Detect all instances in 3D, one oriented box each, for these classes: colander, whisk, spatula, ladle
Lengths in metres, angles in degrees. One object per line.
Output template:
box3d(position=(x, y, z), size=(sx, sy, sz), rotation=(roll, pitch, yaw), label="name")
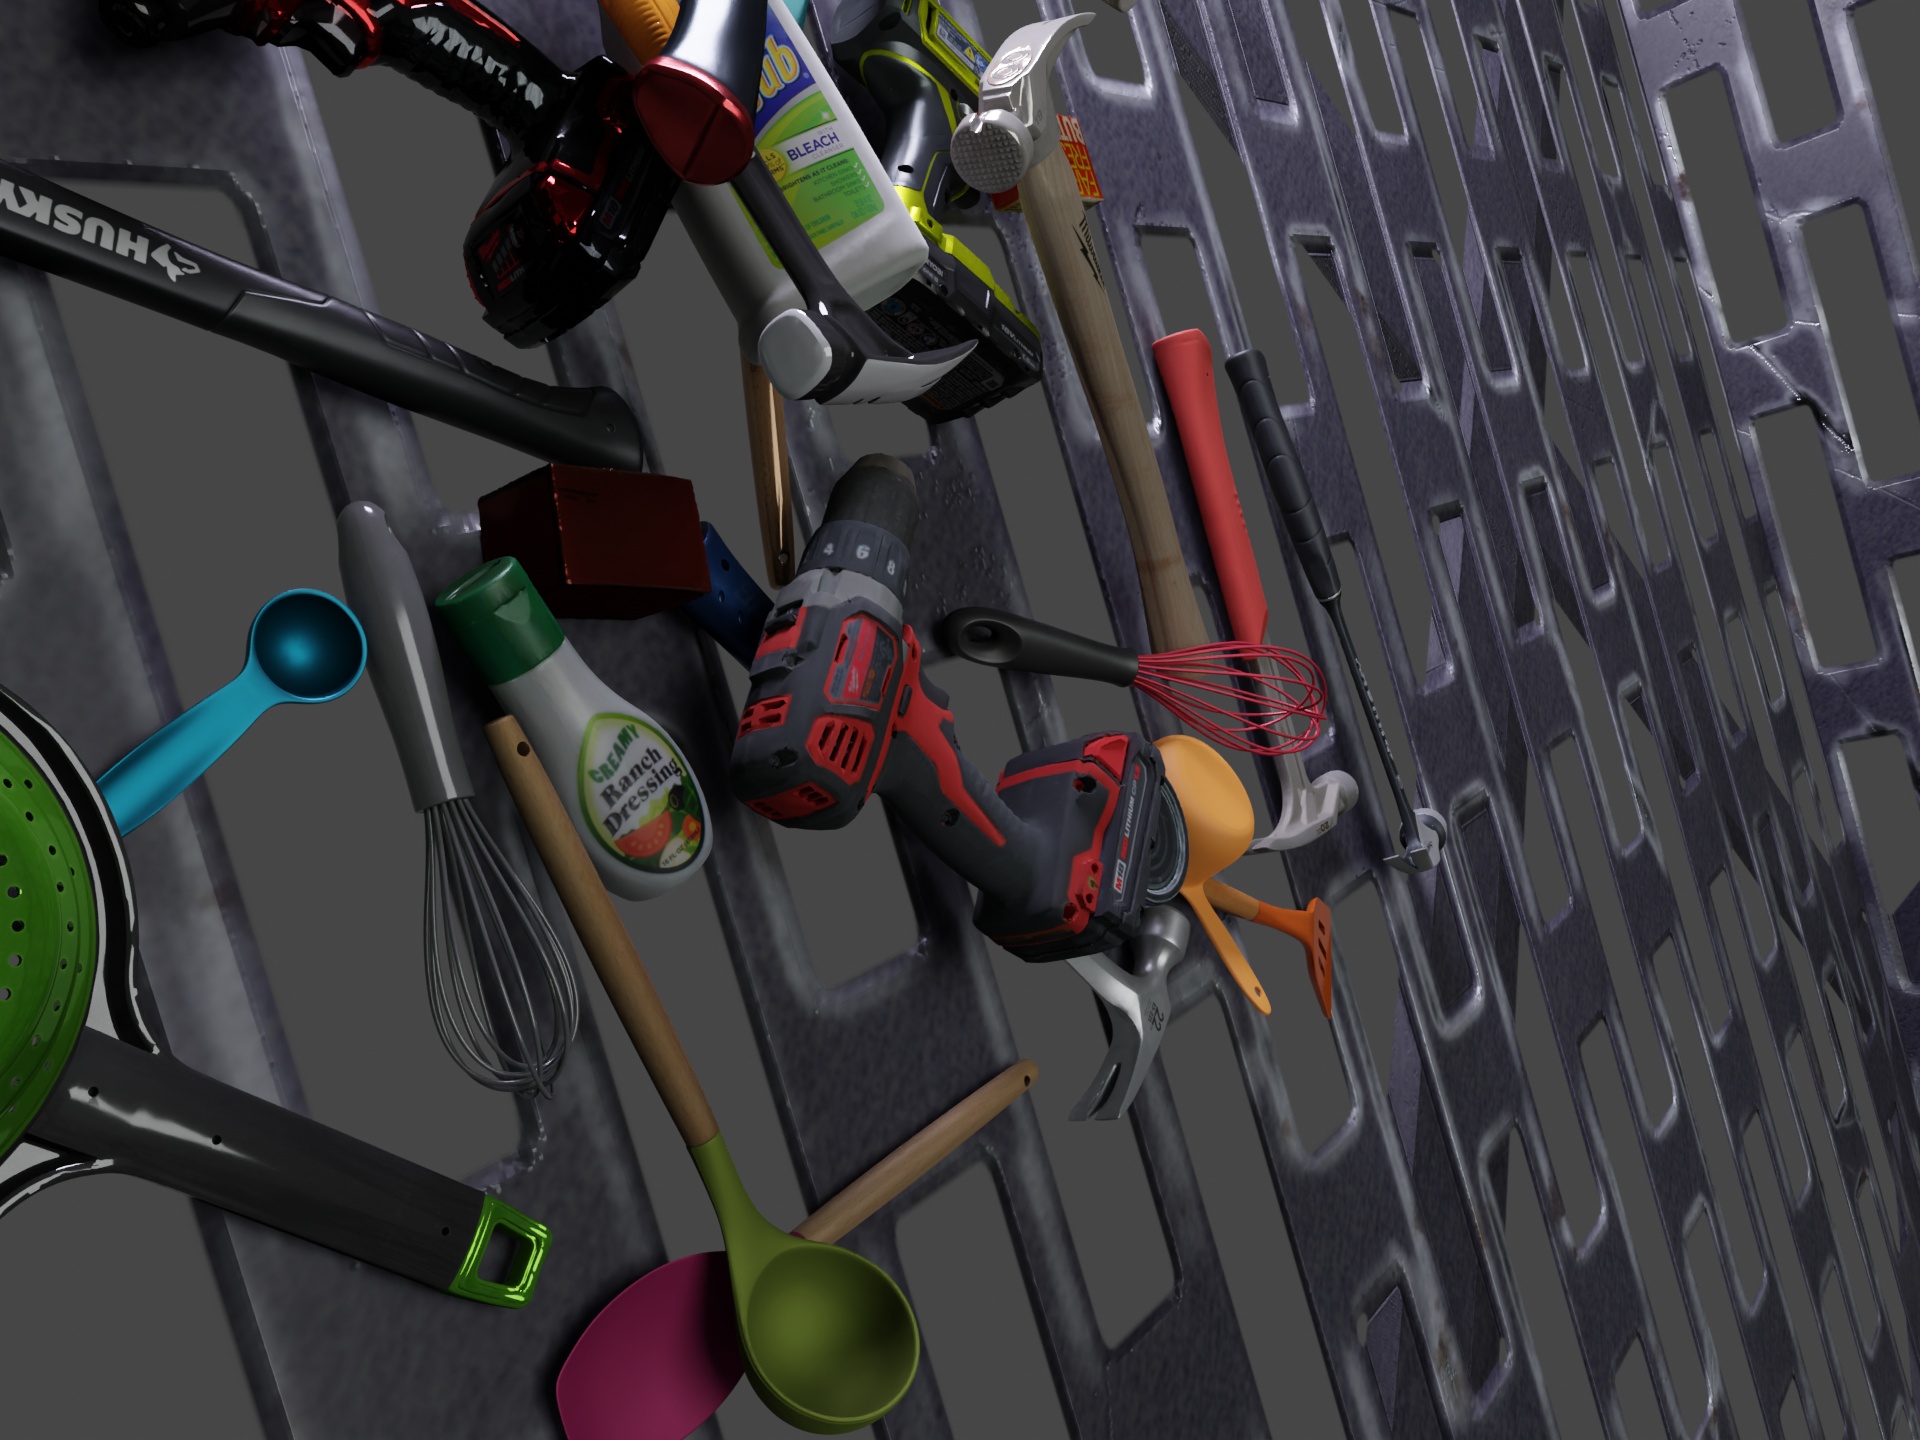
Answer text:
box3d(position=(-0.256, 0.101, 0.460), size=(0.396, 0.094, 0.205), rotation=(40, 54, -37), label="colander")
box3d(position=(0.113, -0.027, 0.941), size=(0.295, 0.073, 0.073), rotation=(11, 70, -33), label="whisk")
box3d(position=(0.163, 0.116, 1.013), size=(0.322, 0.041, 0.081), rotation=(25, 60, -38), label="spatula")
box3d(position=(-0.194, 0.030, 0.602), size=(0.055, 0.055, 0.239), rotation=(-14, 85, -51), label="whisk")
box3d(position=(-0.102, -0.222, 0.787), size=(0.082, 0.044, 0.317), rotation=(-4, 83, -26), label="spatula")
box3d(position=(-0.104, 0.141, 0.629), size=(0.078, 0.062, 0.320), rotation=(-39, 109, -54), label="ladle")

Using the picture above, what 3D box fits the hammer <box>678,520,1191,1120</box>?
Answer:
box3d(position=(-0.009, 0.056, 0.817), size=(0.405, 0.035, 0.144), rotation=(46, 47, -31), label="hammer")

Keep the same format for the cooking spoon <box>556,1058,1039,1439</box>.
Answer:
box3d(position=(-0.056, 0.226, 0.722), size=(0.319, 0.017, 0.068), rotation=(-24, 100, -50), label="cooking spoon")

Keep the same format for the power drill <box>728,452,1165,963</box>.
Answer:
box3d(position=(-0.001, -0.002, 0.760), size=(0.226, 0.080, 0.188), rotation=(36, 52, -34), label="power drill")

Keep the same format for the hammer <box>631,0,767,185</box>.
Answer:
box3d(position=(-0.084, -0.344, 0.691), size=(0.143, 0.038, 0.387), rotation=(20, 45, -26), label="hammer")

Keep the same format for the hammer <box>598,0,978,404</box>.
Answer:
box3d(position=(-0.115, -0.277, 0.672), size=(0.337, 0.034, 0.127), rotation=(58, 30, 6), label="hammer")

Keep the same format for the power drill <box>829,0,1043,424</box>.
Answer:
box3d(position=(-0.006, -0.289, 0.897), size=(0.171, 0.080, 0.223), rotation=(31, 54, -41), label="power drill")

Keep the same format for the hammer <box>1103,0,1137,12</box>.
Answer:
box3d(position=(-0.018, -0.446, 0.898), size=(0.130, 0.031, 0.331), rotation=(38, 36, 15), label="hammer")

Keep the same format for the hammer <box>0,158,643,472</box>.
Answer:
box3d(position=(-0.257, -0.146, 0.587), size=(0.334, 0.035, 0.146), rotation=(17, 65, -46), label="hammer")

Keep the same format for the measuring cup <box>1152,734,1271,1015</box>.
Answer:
box3d(position=(0.154, 0.087, 0.940), size=(0.095, 0.052, 0.174), rotation=(-1, 57, -52), label="measuring cup")

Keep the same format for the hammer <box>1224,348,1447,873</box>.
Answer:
box3d(position=(0.276, -0.078, 1.175), size=(0.409, 0.036, 0.149), rotation=(70, 21, -2), label="hammer")

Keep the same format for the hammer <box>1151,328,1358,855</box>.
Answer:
box3d(position=(0.189, -0.090, 1.095), size=(0.149, 0.037, 0.359), rotation=(-18, 93, -51), label="hammer")

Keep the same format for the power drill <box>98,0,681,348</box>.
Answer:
box3d(position=(-0.223, -0.259, 0.633), size=(0.219, 0.078, 0.143), rotation=(38, 51, -33), label="power drill")

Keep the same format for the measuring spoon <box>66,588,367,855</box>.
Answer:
box3d(position=(-0.263, 0.002, 0.554), size=(0.042, 0.021, 0.129), rotation=(55, 53, -21), label="measuring spoon")

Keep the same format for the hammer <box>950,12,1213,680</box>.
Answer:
box3d(position=(0.091, -0.186, 0.913), size=(0.410, 0.038, 0.146), rotation=(66, 35, -41), label="hammer")
